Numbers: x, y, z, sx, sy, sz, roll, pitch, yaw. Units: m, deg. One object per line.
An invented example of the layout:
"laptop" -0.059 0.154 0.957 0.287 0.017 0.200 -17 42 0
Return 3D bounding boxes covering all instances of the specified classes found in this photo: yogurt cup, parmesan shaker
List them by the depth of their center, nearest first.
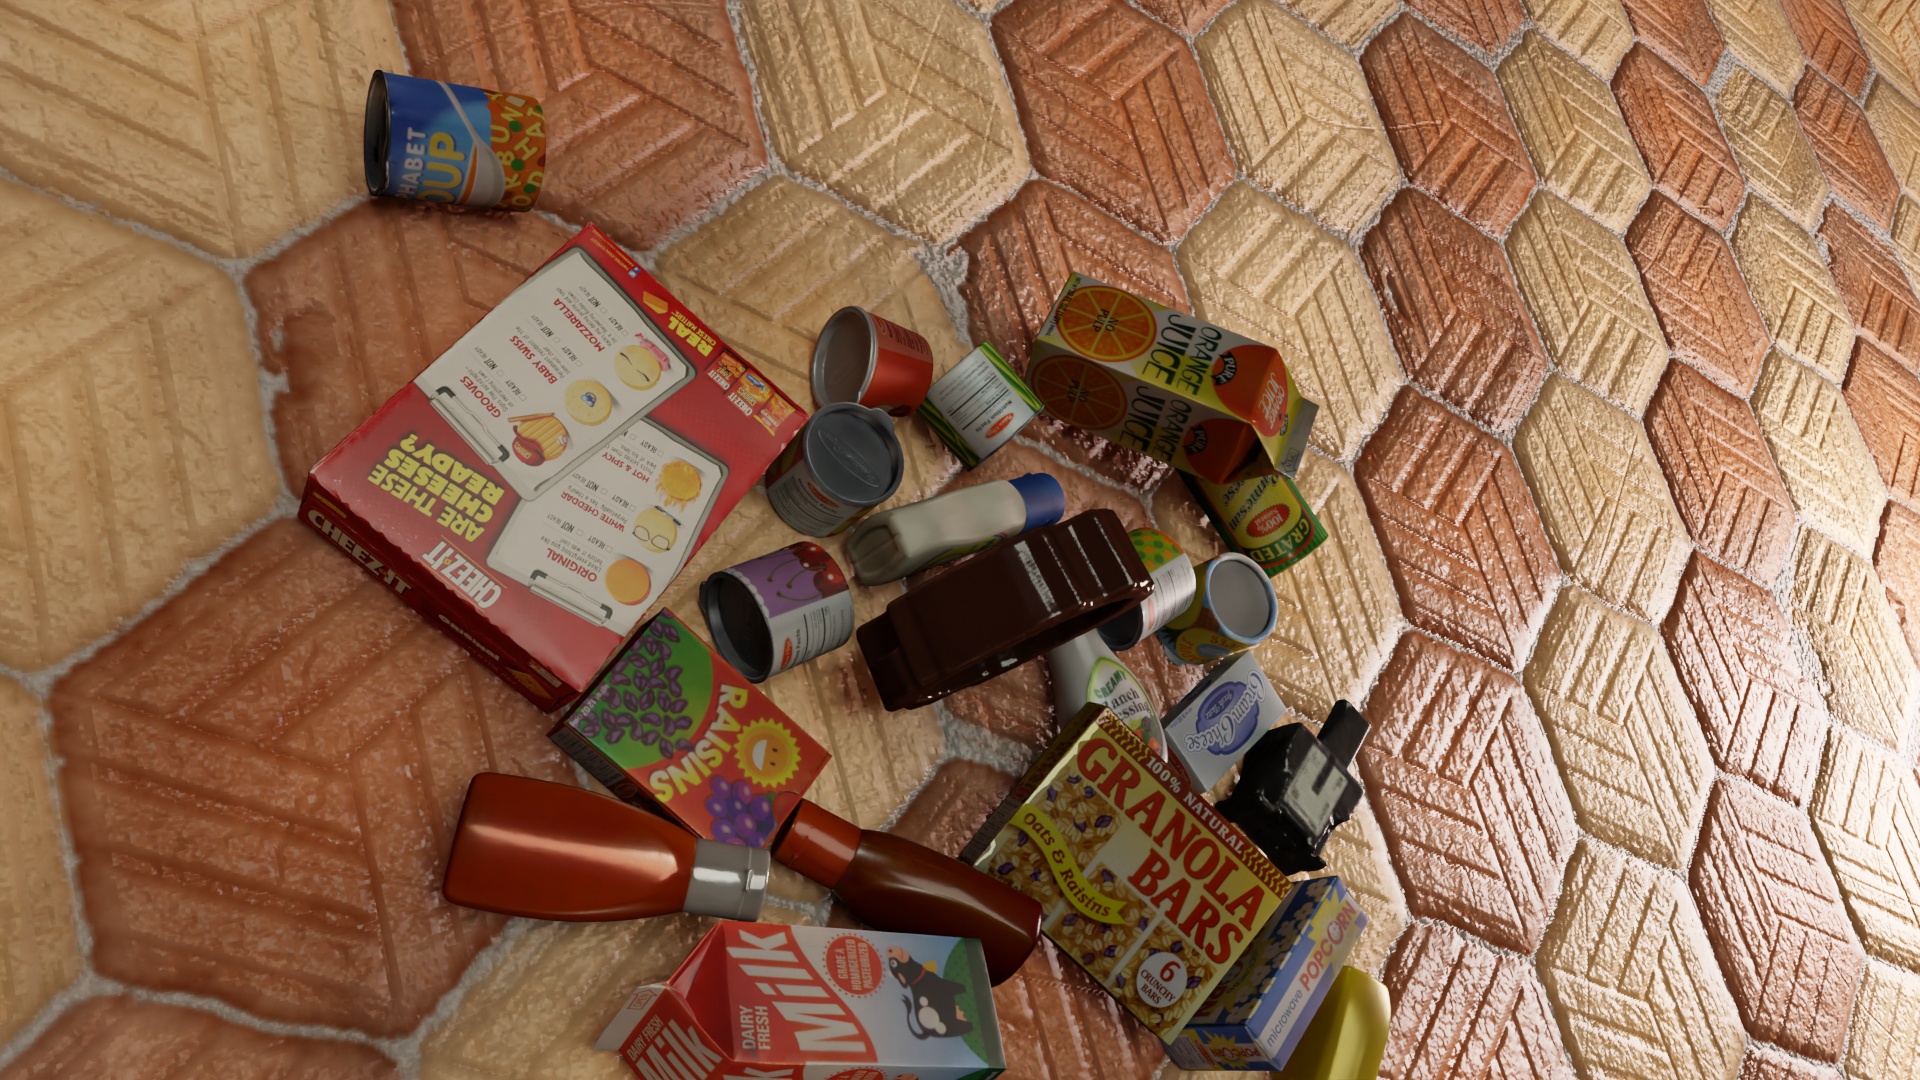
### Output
"yogurt cup" -0.054 -0.108 0.870 0.054 0.072 0.072 9 66 -38
"parmesan shaker" 0.207 -0.027 1.004 0.071 0.071 0.103 -34 91 -37

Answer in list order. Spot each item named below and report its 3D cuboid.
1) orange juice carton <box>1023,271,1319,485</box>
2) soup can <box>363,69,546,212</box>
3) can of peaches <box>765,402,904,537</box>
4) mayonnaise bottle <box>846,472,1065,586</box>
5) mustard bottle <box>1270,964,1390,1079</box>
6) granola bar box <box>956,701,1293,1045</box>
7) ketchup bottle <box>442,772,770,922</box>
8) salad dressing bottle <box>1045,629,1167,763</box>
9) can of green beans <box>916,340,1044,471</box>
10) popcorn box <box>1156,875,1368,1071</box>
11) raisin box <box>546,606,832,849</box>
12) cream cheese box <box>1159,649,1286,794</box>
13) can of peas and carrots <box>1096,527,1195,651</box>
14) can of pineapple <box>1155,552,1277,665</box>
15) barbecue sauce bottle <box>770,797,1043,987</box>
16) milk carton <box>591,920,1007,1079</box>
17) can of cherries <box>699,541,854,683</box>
"orange juice carton" 0.145 -0.103 0.941 0.193 0.072 0.072 23 56 8
"soup can" -0.279 -0.216 0.767 0.084 0.071 0.071 0 71 -33
"can of peaches" -0.075 -0.043 0.833 0.071 0.058 0.071 13 64 -28
"mayonnaise bottle" 0.003 -0.011 0.869 0.149 0.064 0.041 -17 80 -40
"mustard bottle" 0.222 0.347 0.863 0.049 0.065 0.161 30 63 -13
"granola bar box" 0.099 0.197 0.831 0.165 0.039 0.124 44 78 -10
"ketchup bottle" -0.169 0.156 0.677 0.149 0.043 0.065 13 69 -11
"salad dressing bottle" 0.081 0.086 0.888 0.064 0.043 0.147 -21 83 -36
"can of green beans" 0.011 -0.088 0.900 0.058 0.071 0.071 49 53 -6
"popcorn box" 0.185 0.267 0.855 0.038 0.085 0.127 52 53 -6
"raisin box" -0.142 0.109 0.739 0.123 0.040 0.086 44 53 -11
"cream cheese box" 0.176 0.124 0.946 0.104 0.024 0.053 -35 93 -37
"can of peas and carrots" 0.110 0.030 0.918 0.059 0.070 0.071 -28 87 -37
"can of pineapple" 0.174 0.049 0.954 0.071 0.057 0.071 13 65 -28
"barbecue sauce bottle" -0.032 0.192 0.764 0.148 0.064 0.044 30 38 -10
"milk carton" -0.080 0.241 0.692 0.191 0.072 0.074 13 42 -28
"can of cherries" -0.103 0.037 0.778 0.058 0.071 0.071 -22 84 -37
